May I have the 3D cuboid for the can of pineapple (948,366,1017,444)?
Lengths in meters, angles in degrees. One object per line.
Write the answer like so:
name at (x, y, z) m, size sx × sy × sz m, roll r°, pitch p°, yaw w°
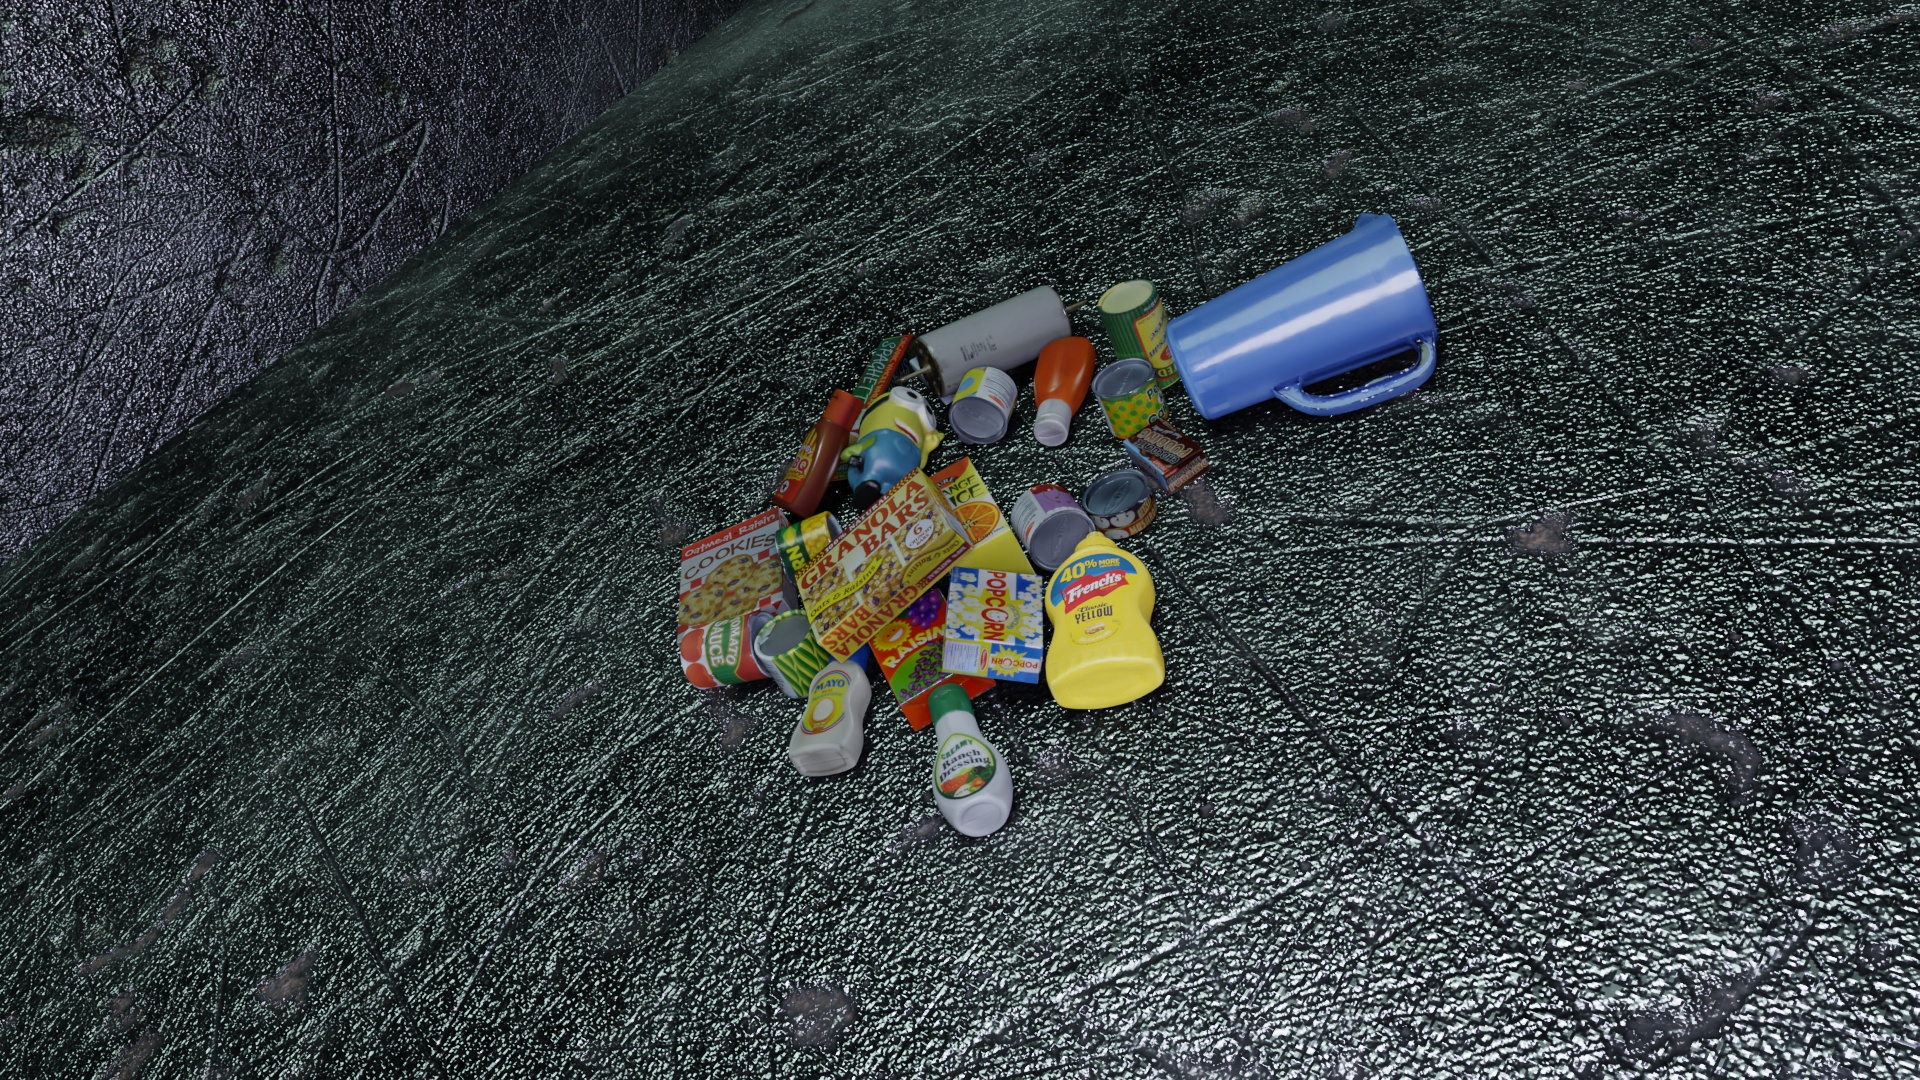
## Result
can of pineapple at (0.024, -0.149, 1.535) m, size 0.071 × 0.070 × 0.058 m, roll -8°, pitch 39°, yaw 26°

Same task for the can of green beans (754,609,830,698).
can of green beans at (-0.157, 0.108, 1.339) m, size 0.071 × 0.057 × 0.071 m, roll -18°, pitch 36°, yaw 14°

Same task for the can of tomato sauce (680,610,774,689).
can of tomato sauce at (-0.226, 0.109, 1.375) m, size 0.083 × 0.071 × 0.071 m, roll -13°, pitch 38°, yaw 22°

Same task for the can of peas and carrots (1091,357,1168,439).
can of peas and carrots at (0.178, -0.147, 1.433) m, size 0.071 × 0.058 × 0.071 m, roll -18°, pitch 37°, yaw 14°

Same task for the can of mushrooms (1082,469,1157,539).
can of mushrooms at (0.155, -0.034, 1.329) m, size 0.071 × 0.033 × 0.071 m, roll -18°, pitch 35°, yaw 14°

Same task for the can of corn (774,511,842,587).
can of corn at (-0.153, 0.011, 1.453) m, size 0.058 × 0.071 × 0.071 m, roll -22°, pitch 35°, yaw 9°

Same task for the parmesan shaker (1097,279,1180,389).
parmesan shaker at (0.191, -0.215, 1.472) m, size 0.071 × 0.102 × 0.072 m, roll -18°, pitch 36°, yaw 14°

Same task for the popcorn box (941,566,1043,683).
popcorn box at (0.029, 0.072, 1.229) m, size 0.085 × 0.038 × 0.127 m, roll 7°, pitch 28°, yaw -1°

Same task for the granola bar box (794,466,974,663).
granola bar box at (-0.076, 0.020, 1.308) m, size 0.165 × 0.039 × 0.125 m, roll -41°, pitch 33°, yaw 8°

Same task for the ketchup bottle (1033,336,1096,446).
ketchup bottle at (0.108, -0.163, 1.514) m, size 0.064 × 0.043 × 0.150 m, roll -11°, pitch 38°, yaw 24°

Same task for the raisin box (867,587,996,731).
raisin box at (-0.030, 0.107, 1.272) m, size 0.086 × 0.040 × 0.124 m, roll -31°, pitch 36°, yaw -3°

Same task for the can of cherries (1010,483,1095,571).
can of cherries at (0.090, -0.012, 1.321) m, size 0.071 × 0.071 × 0.058 m, roll -30°, pitch 34°, yaw -2°

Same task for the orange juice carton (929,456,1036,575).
orange juice carton at (0.005, -0.017, 1.375) m, size 0.072 × 0.072 × 0.193 m, roll -29°, pitch 34°, yaw 1°

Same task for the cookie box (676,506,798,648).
cookie box at (-0.238, 0.046, 1.489) m, size 0.123 × 0.040 × 0.168 m, roll -23°, pitch 36°, yaw 8°

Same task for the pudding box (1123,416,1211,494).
pudding box at (0.202, -0.083, 1.362) m, size 0.050 × 0.030 × 0.084 m, roll -33°, pitch 35°, yaw -4°

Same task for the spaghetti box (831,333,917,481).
spaghetti box at (-0.108, -0.164, 1.675) m, size 0.050 × 0.028 × 0.251 m, roll -6°, pitch 41°, yaw 29°

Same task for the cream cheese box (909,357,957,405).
cream cheese box at (-0.019, -0.203, 1.667) m, size 0.053 × 0.024 × 0.104 m, roll -31°, pitch 35°, yaw -5°

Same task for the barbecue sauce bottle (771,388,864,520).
barbecue sauce bottle at (-0.157, -0.097, 1.562) m, size 0.065 × 0.043 × 0.148 m, roll 20°, pitch 81°, yaw 59°

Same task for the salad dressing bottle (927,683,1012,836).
salad dressing bottle at (0.003, 0.179, 1.154) m, size 0.064 × 0.043 × 0.148 m, roll -25°, pitch 35°, yaw 3°

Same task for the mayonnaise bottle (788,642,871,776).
mayonnaise bottle at (-0.113, 0.147, 1.274) m, size 0.064 × 0.041 × 0.149 m, roll -13°, pitch 37°, yaw 19°
